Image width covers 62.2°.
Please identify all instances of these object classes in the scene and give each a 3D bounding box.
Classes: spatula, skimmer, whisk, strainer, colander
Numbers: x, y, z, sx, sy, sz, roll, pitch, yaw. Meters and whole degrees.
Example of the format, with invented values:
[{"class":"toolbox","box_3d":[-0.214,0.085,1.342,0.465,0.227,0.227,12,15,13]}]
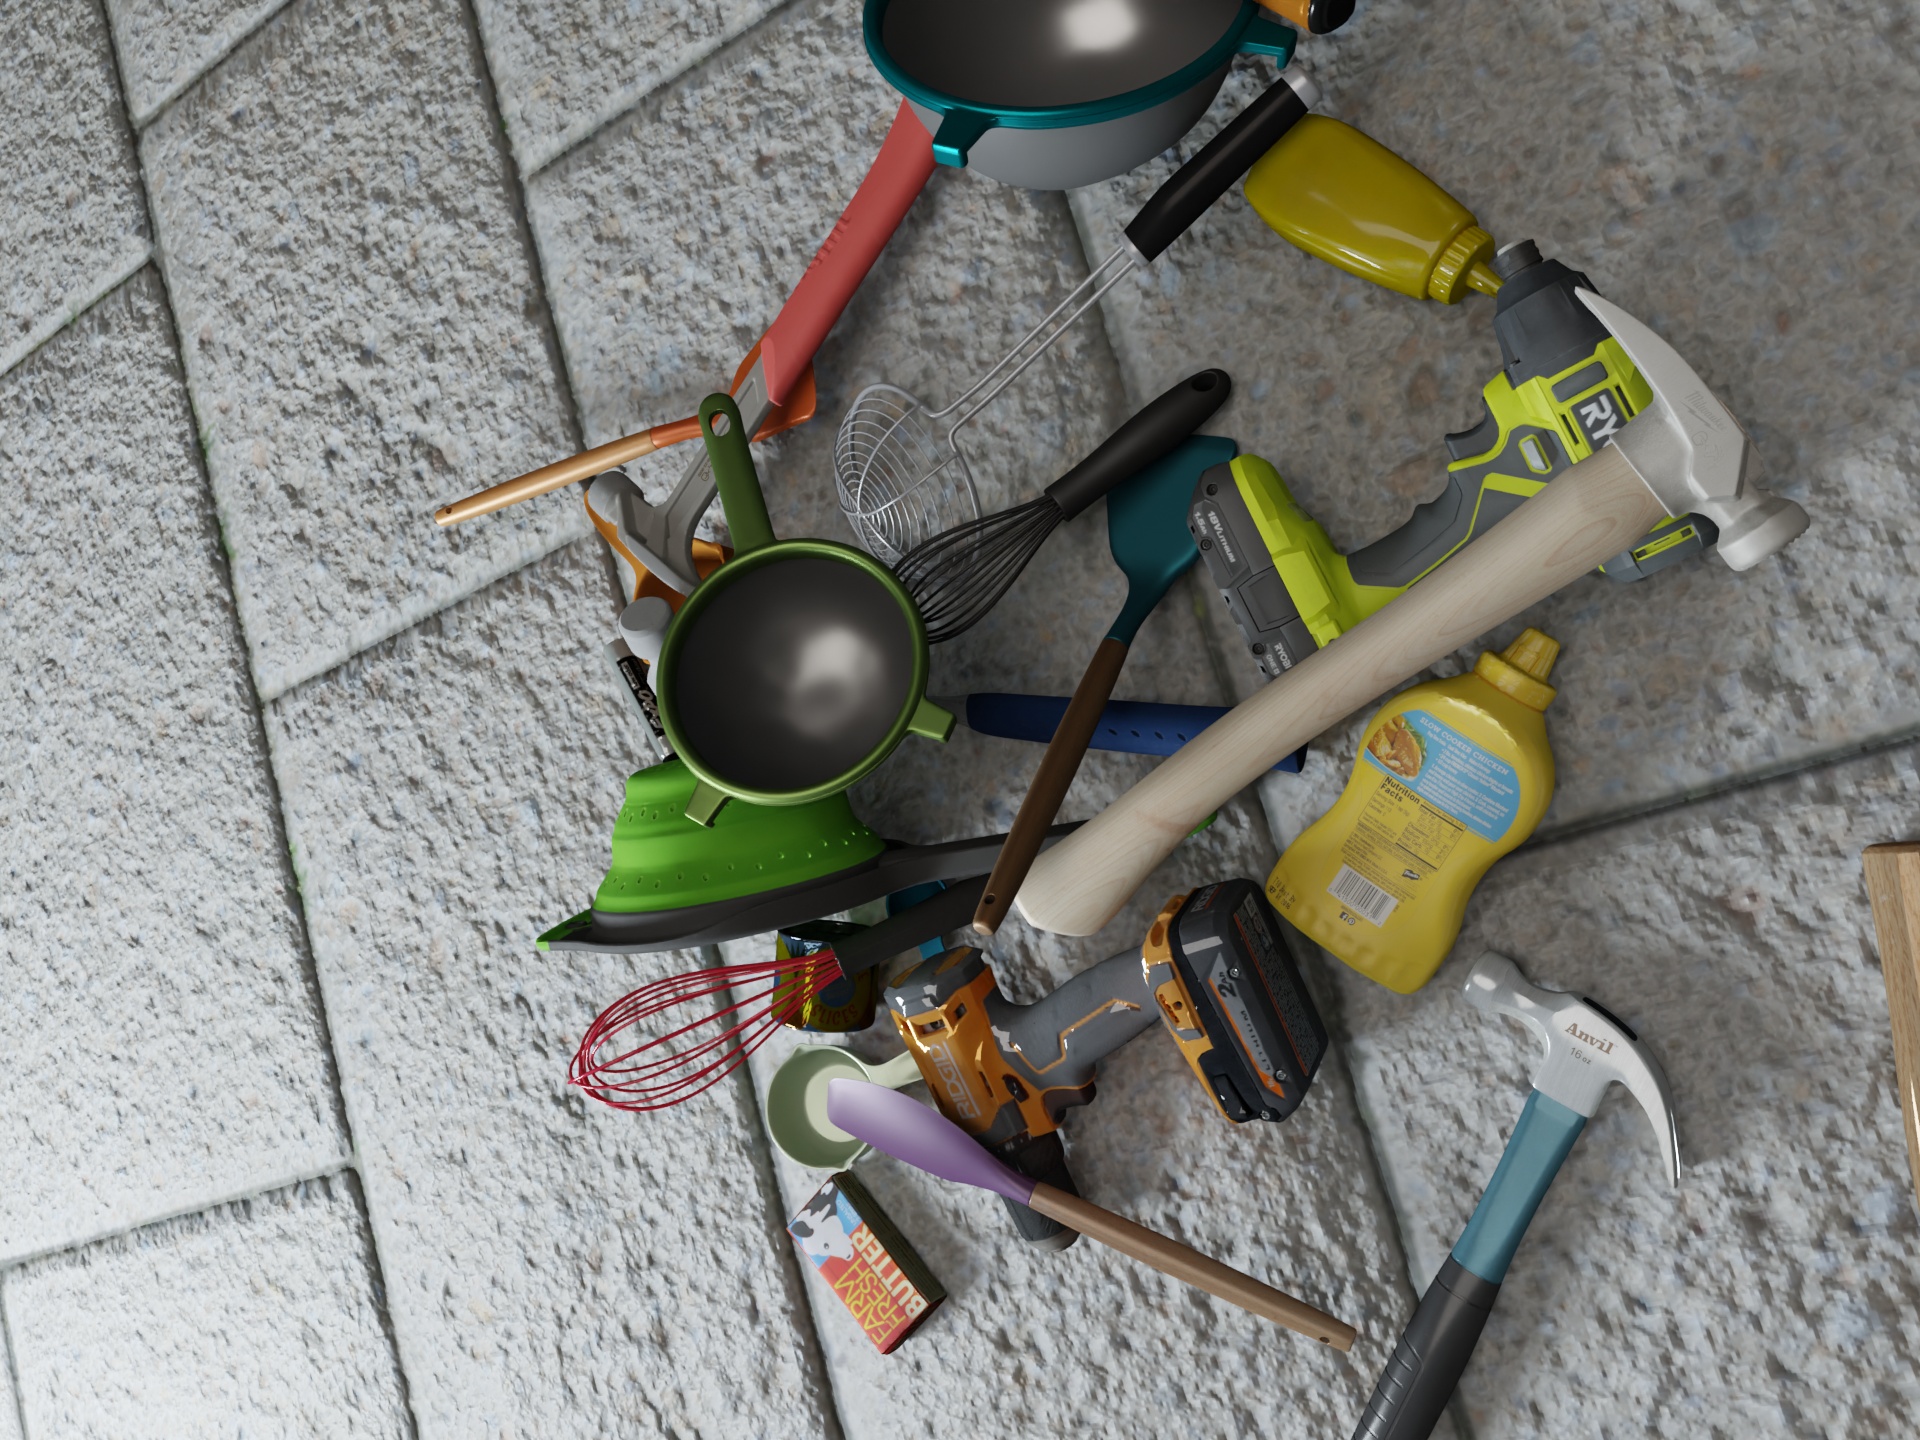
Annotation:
[{"class":"spatula","box_3d":[0.068,-0.027,0.848,0.082,0.044,0.318,6,55,32]},{"class":"skimmer","box_3d":[0.061,-0.218,0.901,0.363,0.090,0.127,-41,77,22]},{"class":"whisk","box_3d":[0.054,-0.123,0.891,0.239,0.055,0.055,-37,71,-1]},{"class":"spatula","box_3d":[0.064,0.270,0.875,0.316,0.018,0.059,21,131,17]},{"class":"strainer","box_3d":[0.038,-0.408,0.910,0.211,0.095,0.341,-19,54,-4]},{"class":"colander","box_3d":[-0.055,0.052,0.921,0.397,0.204,0.094,-10,94,10]},{"class":"whisk","box_3d":[-0.089,0.149,0.928,0.296,0.073,0.073,-24,76,-10]},{"class":"strainer","box_3d":[-0.100,-0.065,0.890,0.151,0.069,0.257,-20,67,5]},{"class":"spatula","box_3d":[-0.232,-0.187,1.076,0.322,0.041,0.081,-16,74,20]}]

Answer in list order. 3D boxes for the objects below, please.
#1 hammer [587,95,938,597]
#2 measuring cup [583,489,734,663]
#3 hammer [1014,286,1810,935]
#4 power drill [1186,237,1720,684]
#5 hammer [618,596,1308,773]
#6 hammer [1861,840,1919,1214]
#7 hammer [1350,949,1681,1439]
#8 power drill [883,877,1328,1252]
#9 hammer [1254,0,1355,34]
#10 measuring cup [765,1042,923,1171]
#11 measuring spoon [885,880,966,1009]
[{"class":"hammer","box_3d":[-0.091,-0.240,0.980,0.149,0.036,0.359,39,100,28]},{"class":"measuring cup","box_3d":[-0.192,-0.100,1.065,0.174,0.052,0.095,46,110,30]},{"class":"hammer","box_3d":[0.180,-0.028,0.775,0.410,0.038,0.146,-38,85,22]},{"class":"power drill","box_3d":[0.236,-0.118,0.799,0.223,0.080,0.171,-27,87,24]},{"class":"hammer","box_3d":[-0.001,-0.003,0.936,0.405,0.143,0.035,5,53,22]},{"class":"hammer","box_3d":[0.450,0.220,0.712,0.130,0.031,0.331,-8,86,30]},{"class":"hammer","box_3d":[0.259,0.293,0.820,0.128,0.033,0.331,28,104,27]},{"class":"power drill","box_3d":[0.085,0.197,0.885,0.226,0.084,0.185,-22,96,29]},{"class":"hammer","box_3d":[0.074,-0.443,0.849,0.127,0.034,0.337,-36,59,-16]},{"class":"measuring cup","box_3d":[-0.041,0.223,0.994,0.167,0.038,0.083,-26,73,10]},{"class":"measuring spoon","box_3d":[-0.010,0.153,0.977,0.042,0.021,0.129,-22,80,15]}]
